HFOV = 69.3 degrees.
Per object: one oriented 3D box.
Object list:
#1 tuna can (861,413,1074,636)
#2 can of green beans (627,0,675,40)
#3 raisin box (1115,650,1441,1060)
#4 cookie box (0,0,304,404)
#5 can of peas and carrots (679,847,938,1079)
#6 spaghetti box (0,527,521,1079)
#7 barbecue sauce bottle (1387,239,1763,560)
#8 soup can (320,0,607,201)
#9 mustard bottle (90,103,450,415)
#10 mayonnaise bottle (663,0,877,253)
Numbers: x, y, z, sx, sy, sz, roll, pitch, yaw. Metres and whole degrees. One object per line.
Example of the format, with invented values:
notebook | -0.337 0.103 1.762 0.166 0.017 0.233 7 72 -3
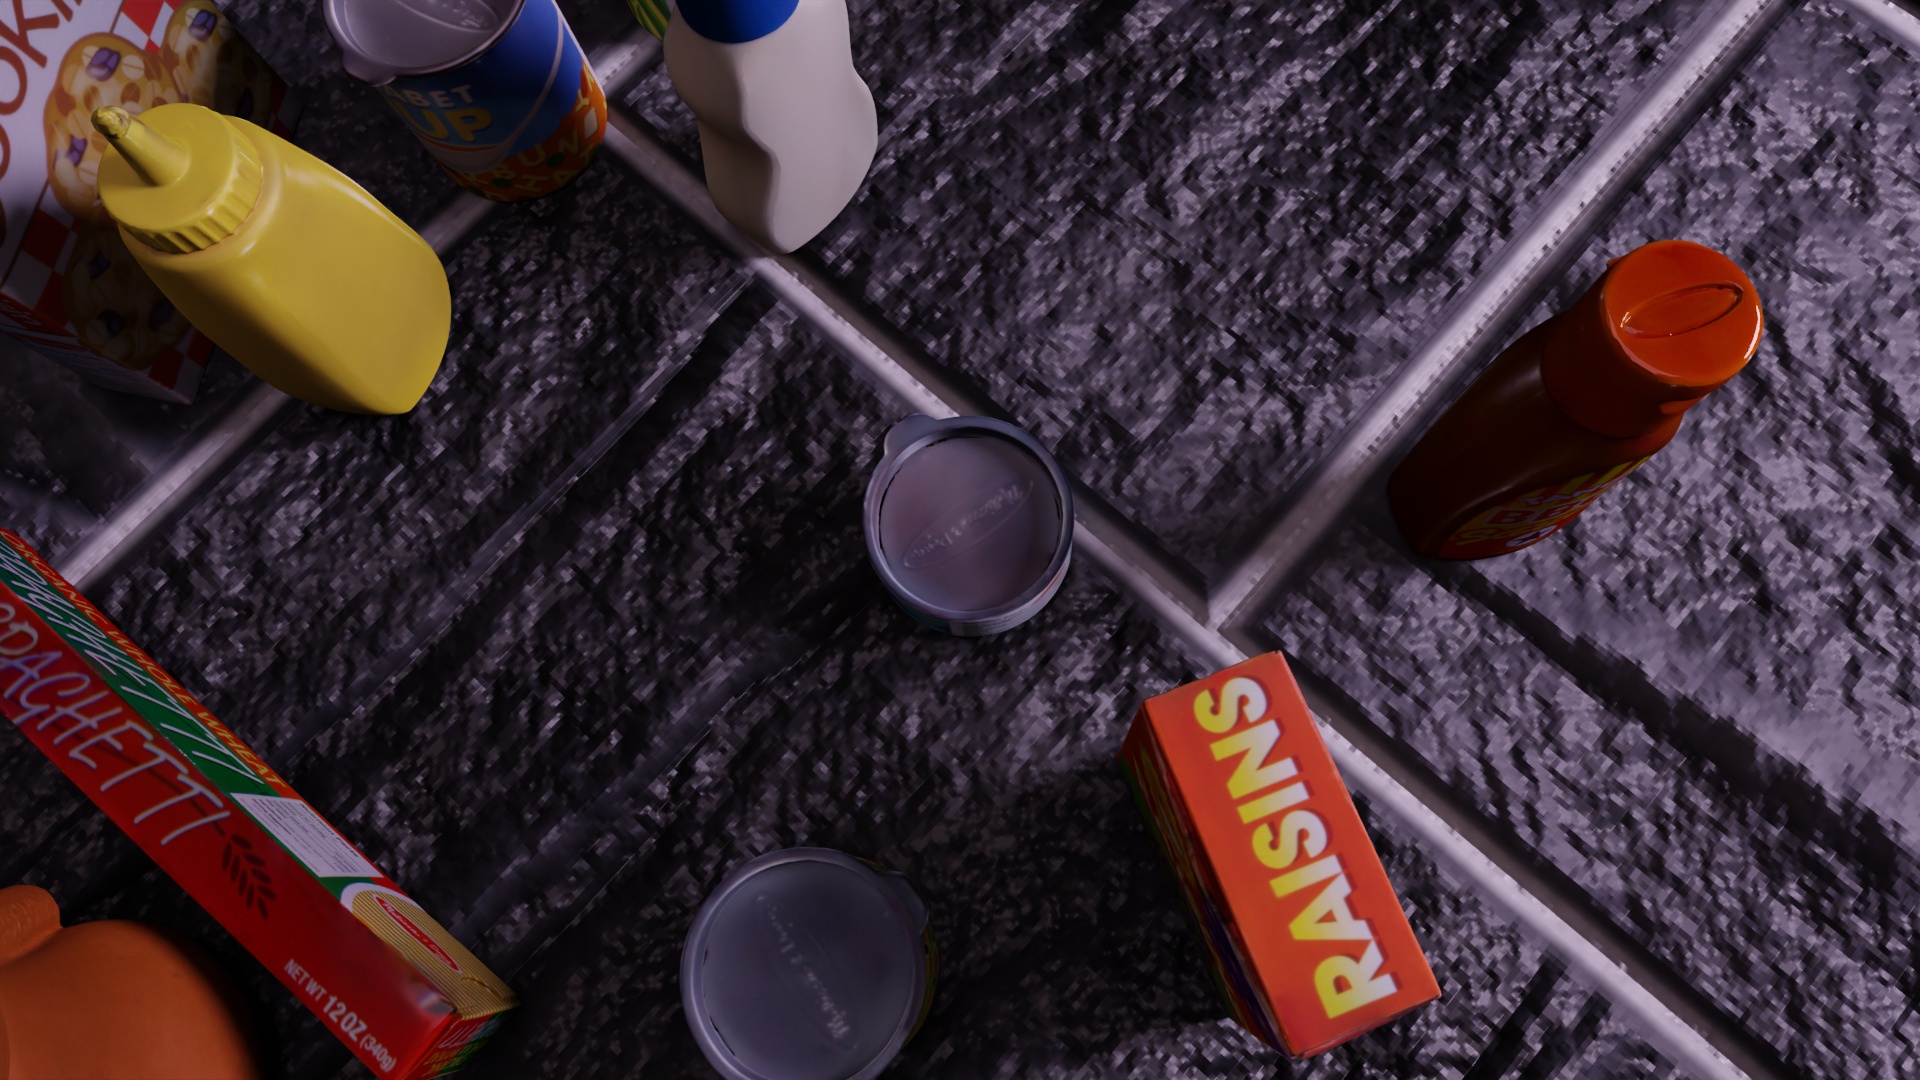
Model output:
tuna can | 0.002 -0.006 0.443 0.071 0.032 0.071 -1 75 3
can of green beans | -0.095 -0.219 0.494 0.071 0.057 0.071 -1 75 3
raisin box | 0.076 0.083 0.368 0.040 0.123 0.086 -21 75 -2
cookie box | -0.279 -0.129 0.423 0.040 0.167 0.123 11 76 6
can of peas and carrots | -0.039 0.121 0.397 0.071 0.058 0.071 -1 75 3
spaghetti box | -0.240 0.072 0.426 0.250 0.050 0.029 37 80 12
barbecue sauce bottle | 0.165 -0.033 0.382 0.065 0.148 0.044 -17 75 -1
soup can | -0.165 -0.160 0.468 0.071 0.083 0.071 -1 75 3
mustard bottle | -0.205 -0.087 0.411 0.049 0.160 0.065 12 76 6
mayonnaise bottle | -0.060 -0.146 0.425 0.041 0.147 0.065 34 80 11
